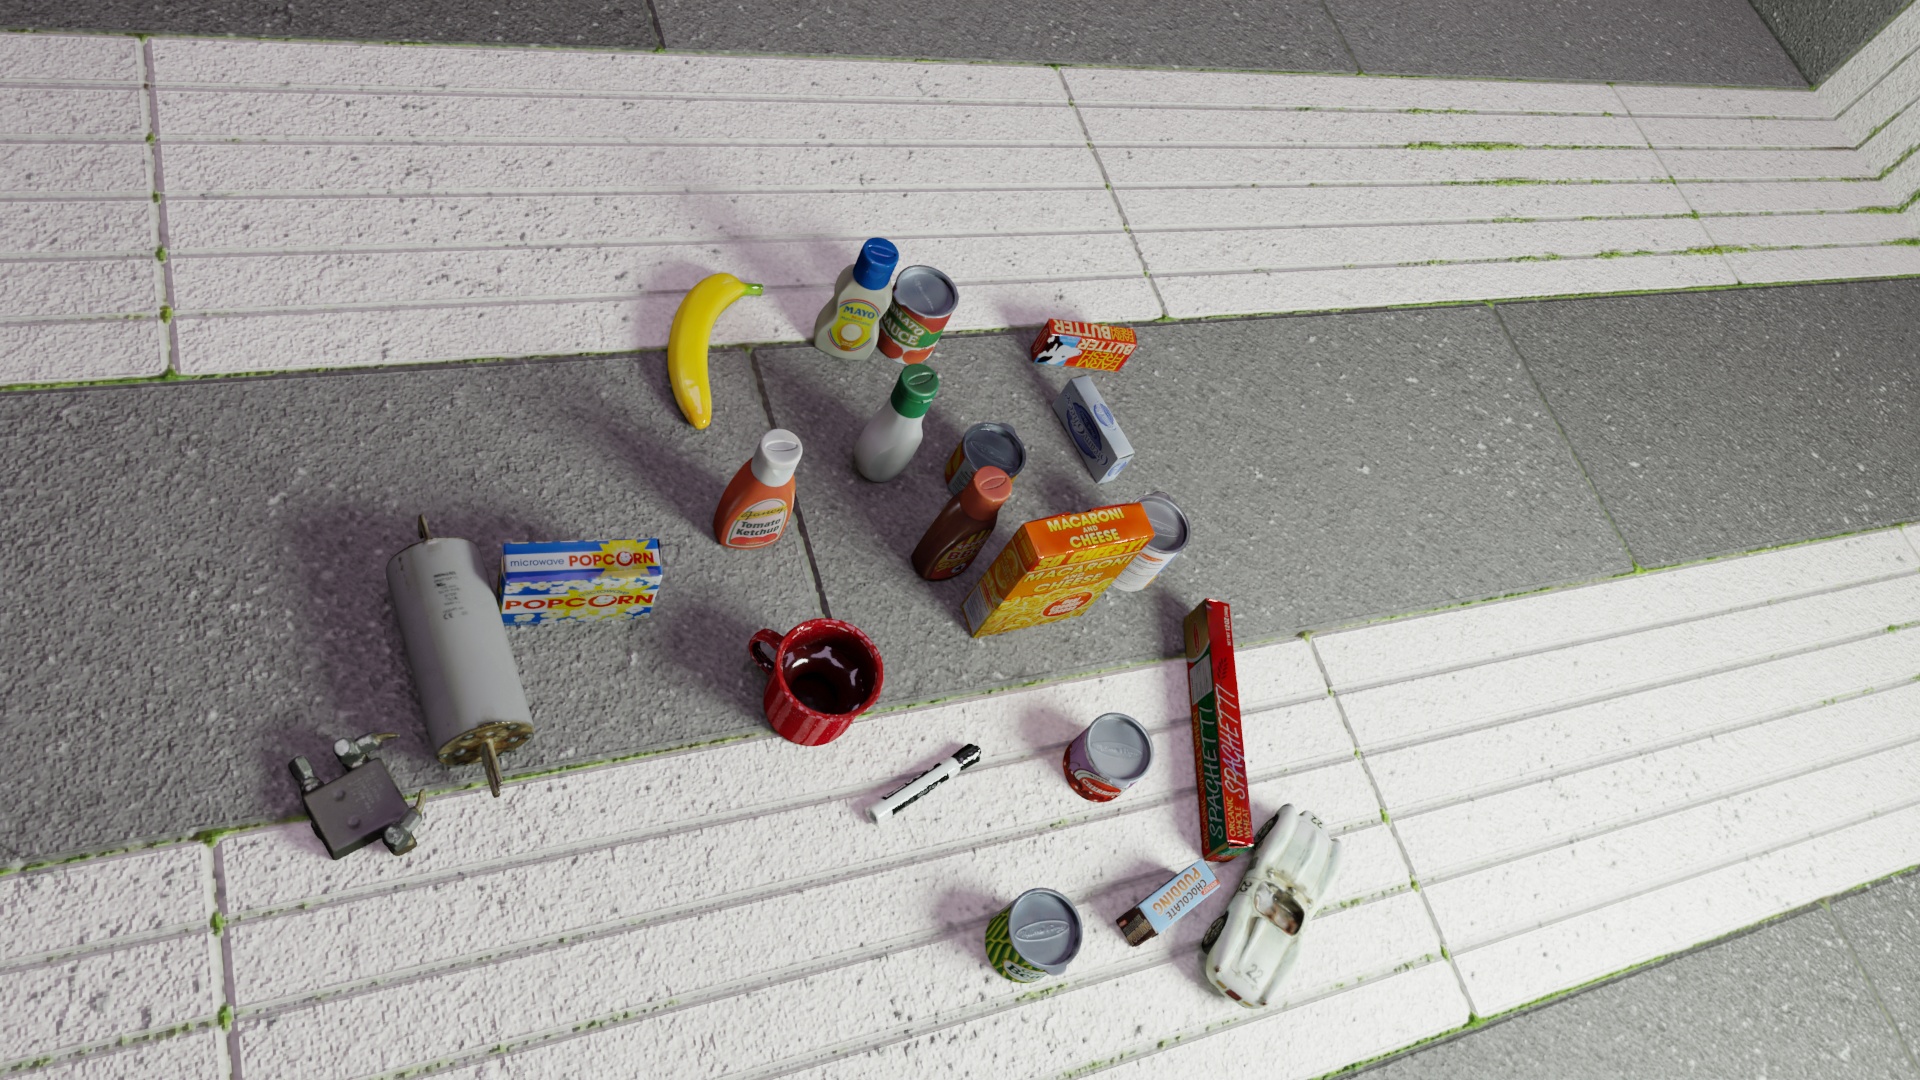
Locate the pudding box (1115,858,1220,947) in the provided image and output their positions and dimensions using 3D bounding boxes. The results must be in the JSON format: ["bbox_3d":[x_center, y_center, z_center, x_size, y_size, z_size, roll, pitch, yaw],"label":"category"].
[{"bbox_3d":[0.181,0.315,1.206,0.084,0.049,0.030,-27,74,-32],"label":"pudding box"}]

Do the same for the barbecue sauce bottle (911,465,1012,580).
[{"bbox_3d":[0.005,-0.016,1.272,0.065,0.147,0.044,-20,70,-30],"label":"barbecue sauce bottle"}]

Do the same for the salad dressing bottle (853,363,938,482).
[{"bbox_3d":[-0.059,-0.110,1.303,0.064,0.147,0.044,-22,71,-30],"label":"salad dressing bottle"}]

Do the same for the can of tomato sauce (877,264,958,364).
[{"bbox_3d":[-0.048,-0.228,1.417,0.071,0.082,0.071,10,58,-16],"label":"can of tomato sauce"}]

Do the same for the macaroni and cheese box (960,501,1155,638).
[{"bbox_3d":[0.085,0.028,1.267,0.124,0.165,0.040,-10,66,-26],"label":"macaroni and cheese box"}]

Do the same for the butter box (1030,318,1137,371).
[{"bbox_3d":[0.133,-0.210,1.496,0.104,0.053,0.024,4,60,-20],"label":"butter box"}]

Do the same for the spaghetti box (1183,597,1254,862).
[{"bbox_3d":[0.242,0.177,1.312,0.029,0.050,0.251,10,58,-16],"label":"spaghetti box"}]

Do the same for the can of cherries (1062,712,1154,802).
[{"bbox_3d":[0.132,0.198,1.250,0.071,0.058,0.072,10,58,-16],"label":"can of cherries"}]

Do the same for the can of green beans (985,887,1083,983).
[{"bbox_3d":[0.060,0.327,1.146,0.071,0.057,0.071,10,58,-16],"label":"can of green beans"}]

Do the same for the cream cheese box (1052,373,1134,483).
[{"bbox_3d":[0.137,-0.115,1.441,0.024,0.053,0.104,-18,69,-29],"label":"cream cheese box"}]

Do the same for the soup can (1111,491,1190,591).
[{"bbox_3d":[0.179,0.001,1.370,0.071,0.083,0.071,10,58,-16],"label":"soup can"}]

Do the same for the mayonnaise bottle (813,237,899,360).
[{"bbox_3d":[-0.098,-0.236,1.362,0.065,0.147,0.041,13,58,-15],"label":"mayonnaise bottle"}]

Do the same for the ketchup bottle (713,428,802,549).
[{"bbox_3d":[-0.174,-0.045,1.218,0.065,0.148,0.044,-6,64,-25],"label":"ketchup bottle"}]

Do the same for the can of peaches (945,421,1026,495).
[{"bbox_3d":[0.025,-0.076,1.371,0.071,0.057,0.071,10,58,-16],"label":"can of peaches"}]

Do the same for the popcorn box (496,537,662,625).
[{"bbox_3d":[-0.317,0.034,1.153,0.127,0.084,0.038,-2,62,-23],"label":"popcorn box"}]
